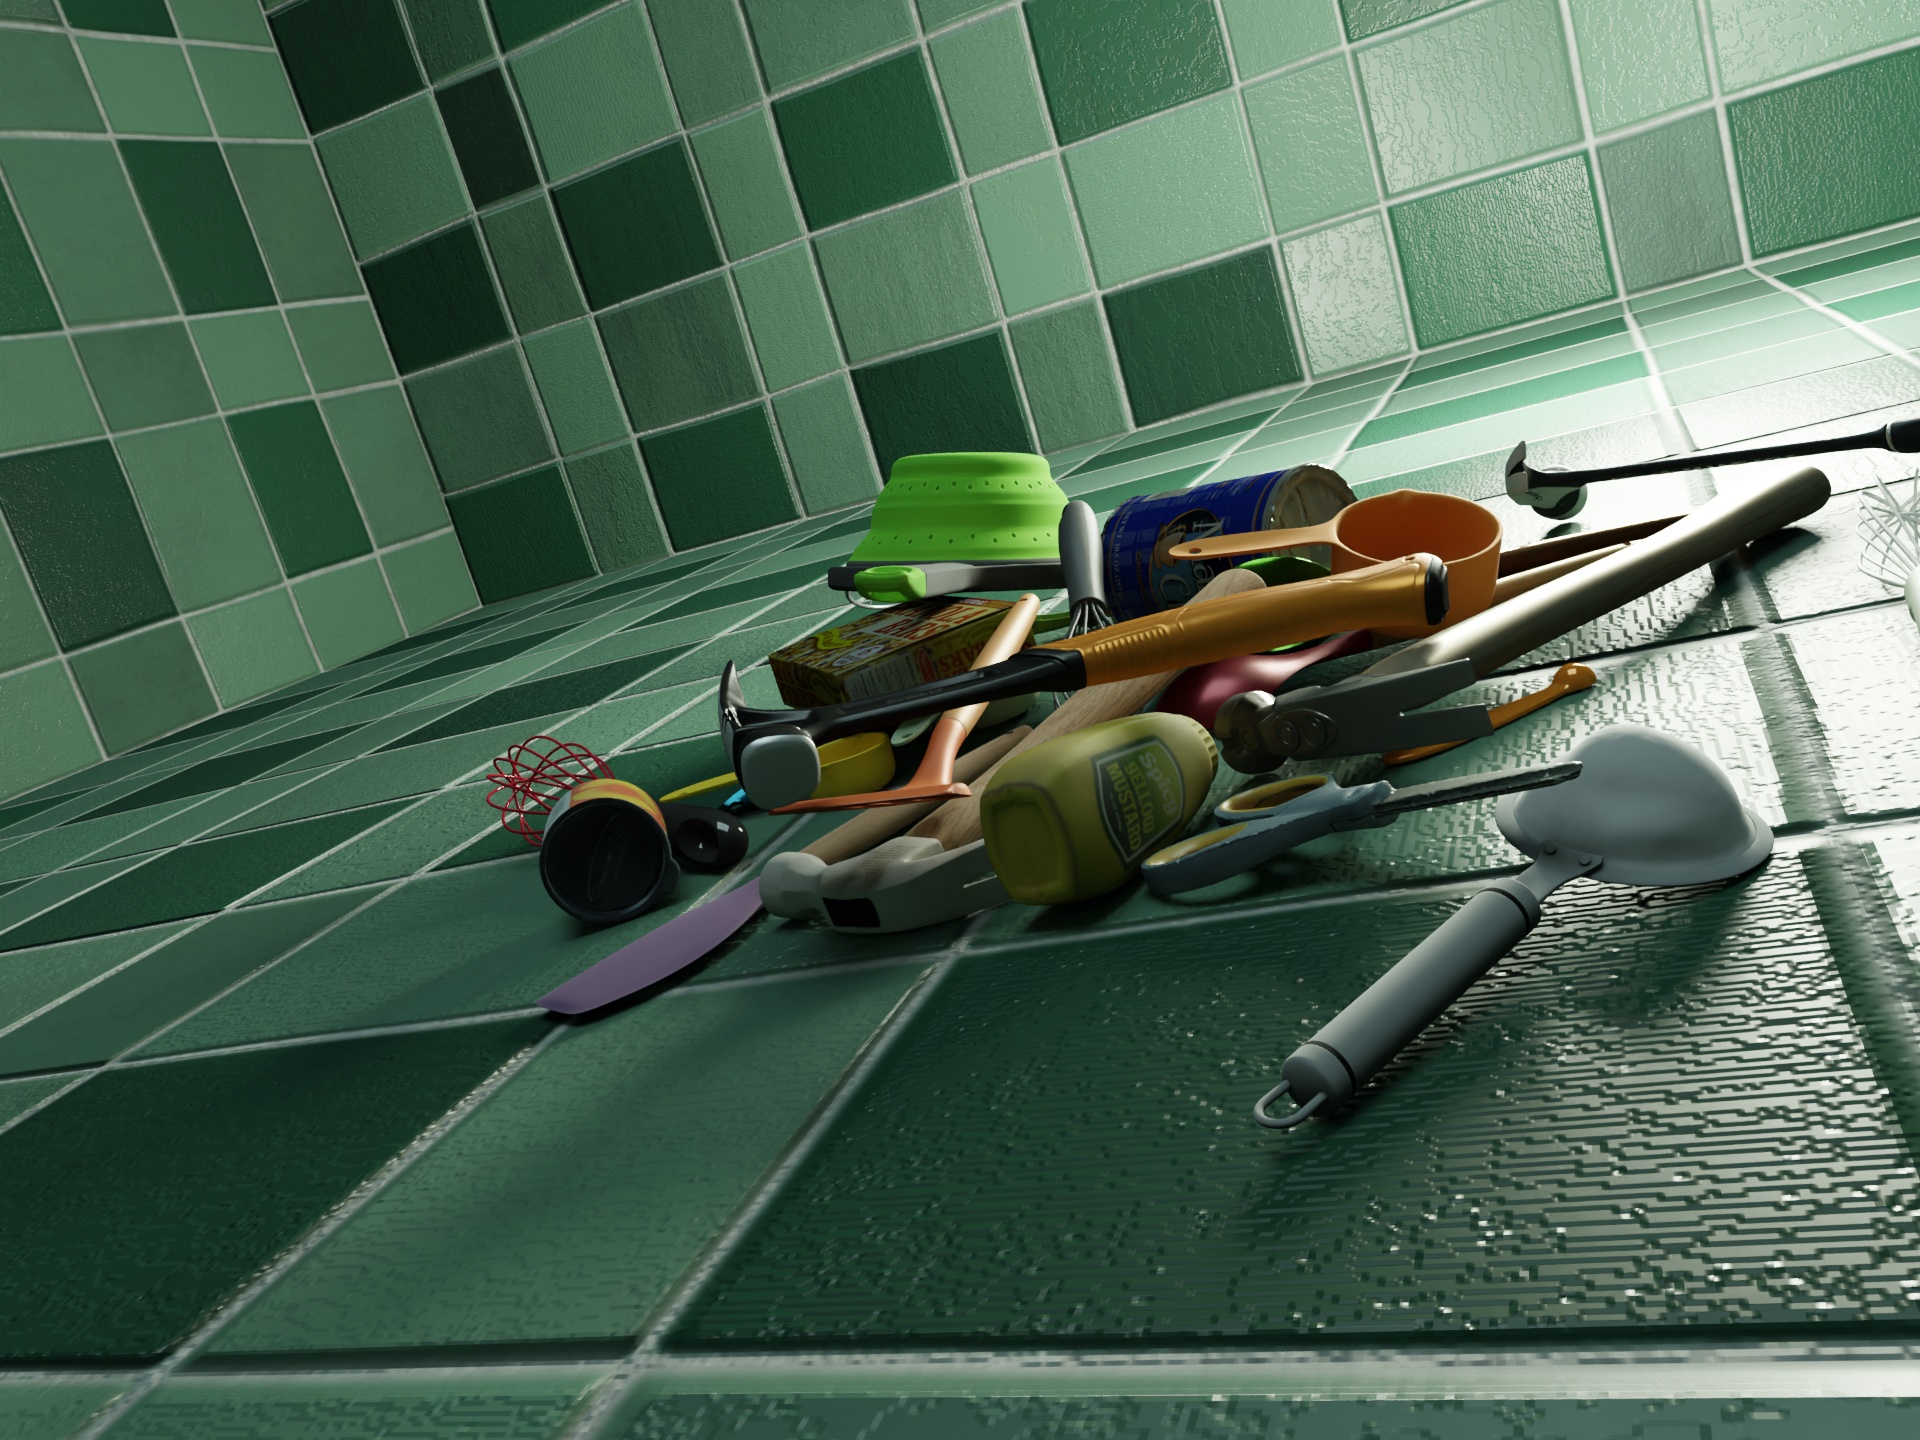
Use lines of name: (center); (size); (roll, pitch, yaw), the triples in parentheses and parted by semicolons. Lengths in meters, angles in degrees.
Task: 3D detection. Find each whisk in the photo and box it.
whisk: (0.077, -0.069, 0.955); (0.055, 0.055, 0.239); (-15, 37, 11)
whisk: (-0.210, 0.053, 0.955); (0.073, 0.073, 0.296); (-26, 20, -34)
whisk: (0.407, -0.058, 0.665); (0.059, 0.058, 0.246); (-50, -4, 33)

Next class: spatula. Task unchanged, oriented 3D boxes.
spatula: (0.000, -0.013, 0.783); (0.081, 0.041, 0.323); (-7, 21, 18)
spatula: (-0.068, 0.068, 0.791); (0.060, 0.018, 0.316); (-2, 21, 47)

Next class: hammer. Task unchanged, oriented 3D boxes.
hammer: (0.056, 0.005, 0.785); (0.130, 0.031, 0.331); (0, 29, 46)
hammer: (0.519, -0.163, 0.914); (0.409, 0.036, 0.149); (-4, -2, 35)
hammer: (0.059, -0.029, 0.712); (0.337, 0.034, 0.127); (-13, 19, -11)
hammer: (0.316, -0.064, 0.779); (0.410, 0.038, 0.146); (-23, 5, -31)

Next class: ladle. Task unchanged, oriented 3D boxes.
ladle: (0.248, -0.051, 0.878); (0.315, 0.031, 0.069); (-18, 17, -12)

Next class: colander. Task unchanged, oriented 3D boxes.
colander: (-0.007, -0.130, 1.041); (0.204, 0.094, 0.397); (0, 6, 11)

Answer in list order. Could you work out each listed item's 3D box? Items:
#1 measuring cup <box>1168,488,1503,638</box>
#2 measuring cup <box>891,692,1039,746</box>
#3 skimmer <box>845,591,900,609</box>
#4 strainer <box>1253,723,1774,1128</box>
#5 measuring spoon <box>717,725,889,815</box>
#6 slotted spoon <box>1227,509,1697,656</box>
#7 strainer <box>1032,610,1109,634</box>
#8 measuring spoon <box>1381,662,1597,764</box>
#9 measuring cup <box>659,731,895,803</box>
measuring cup: (0.201, -0.078, 0.857); (0.173, 0.052, 0.095); (-4, 33, 9)
measuring cup: (-0.002, -0.003, 0.971); (0.083, 0.038, 0.167); (-12, 16, 26)
skimmer: (-0.031, -0.094, 1.415); (0.127, 0.090, 0.364); (-15, 23, -3)
strainer: (0.175, 0.054, 0.493); (0.258, 0.050, 0.087); (-30, 32, -34)
measuring spoon: (-0.097, 0.034, 0.993); (0.128, 0.021, 0.042); (-33, 32, -24)
slotted spoon: (0.295, -0.087, 0.919); (0.313, 0.070, 0.031); (-12, 35, -3)
strainer: (0.164, -0.122, 1.181); (0.256, 0.069, 0.151); (-13, 13, 11)
measuring spoon: (0.237, -0.004, 0.715); (0.117, 0.011, 0.021); (-21, 13, -17)
measuring cup: (-0.110, 0.040, 0.950); (0.156, 0.029, 0.062); (-15, 13, 22)
